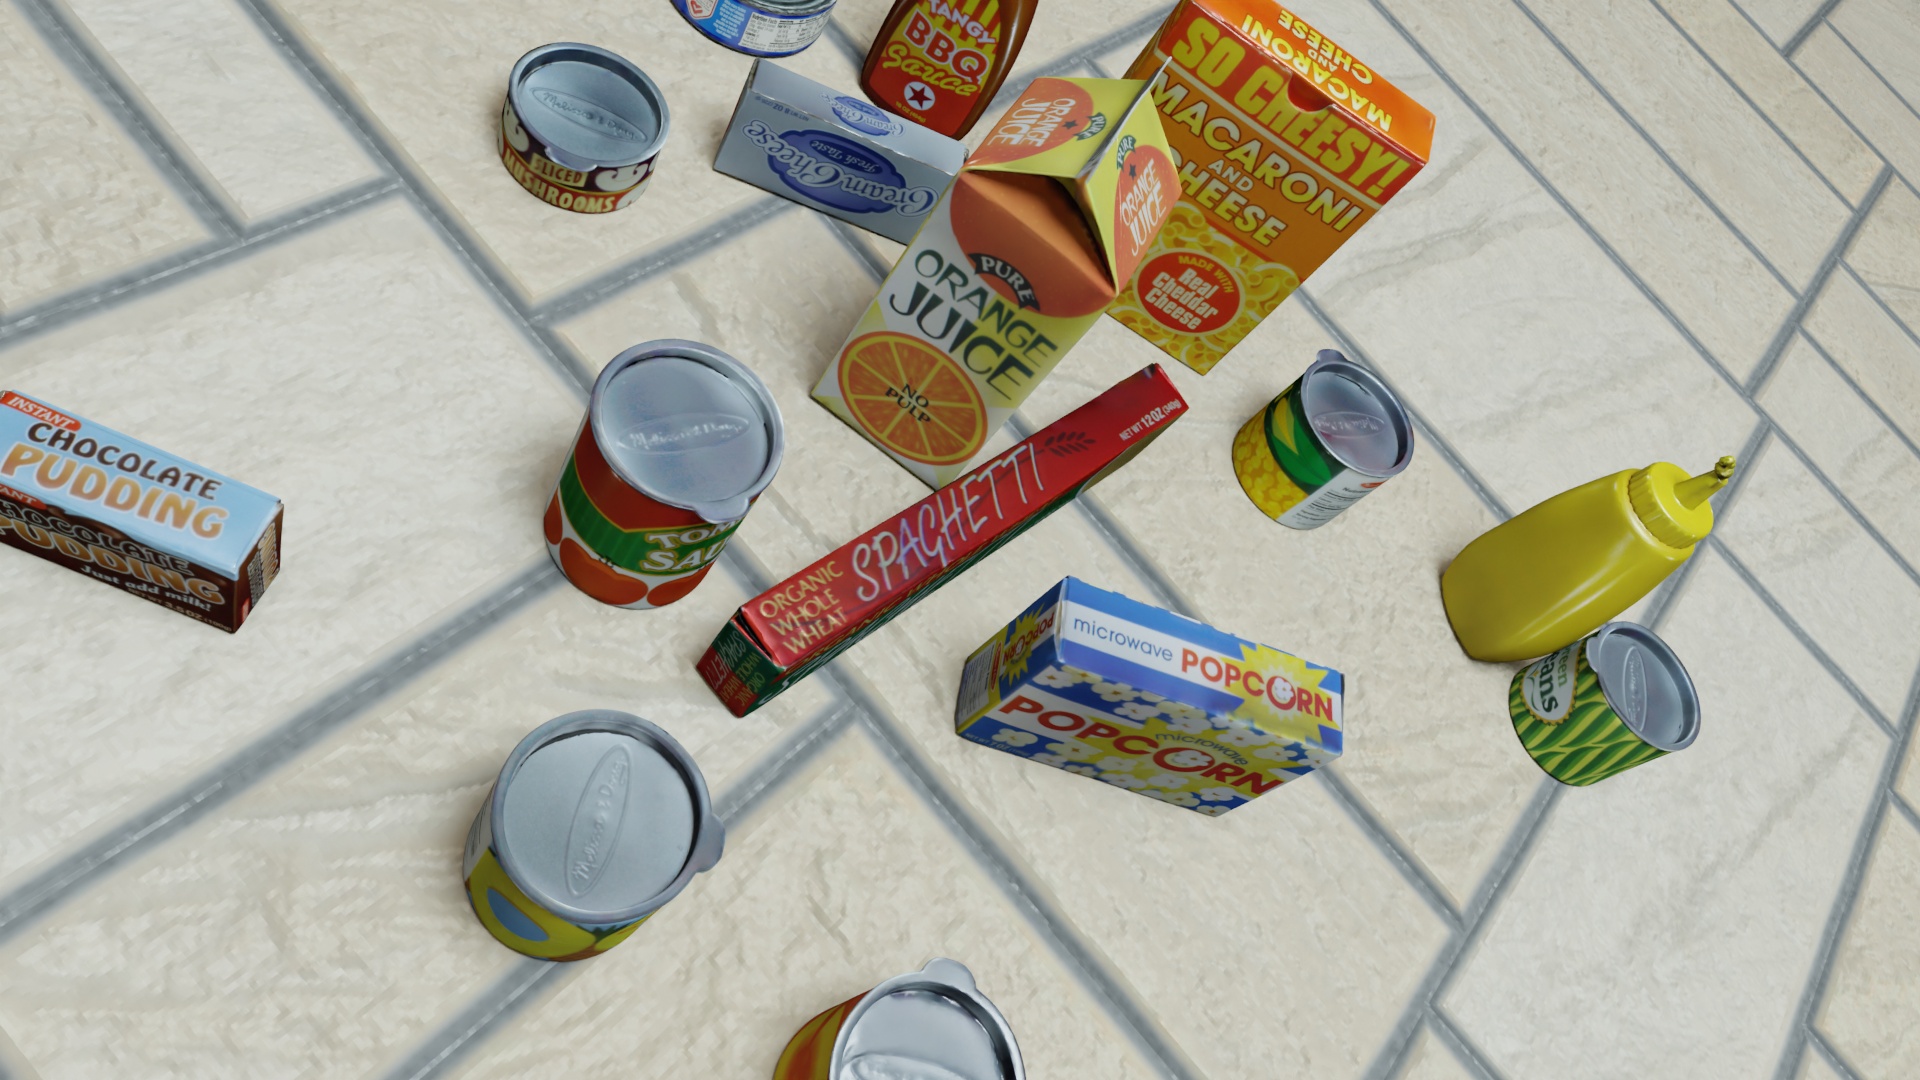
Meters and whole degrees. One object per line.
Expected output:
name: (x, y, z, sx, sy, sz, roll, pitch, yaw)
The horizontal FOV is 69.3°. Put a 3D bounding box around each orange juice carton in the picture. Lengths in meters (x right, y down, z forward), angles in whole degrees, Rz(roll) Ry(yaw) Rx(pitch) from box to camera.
orange juice carton: (0.019, -0.105, 0.542, 0.073, 0.191, 0.072, 37, 52, -5)

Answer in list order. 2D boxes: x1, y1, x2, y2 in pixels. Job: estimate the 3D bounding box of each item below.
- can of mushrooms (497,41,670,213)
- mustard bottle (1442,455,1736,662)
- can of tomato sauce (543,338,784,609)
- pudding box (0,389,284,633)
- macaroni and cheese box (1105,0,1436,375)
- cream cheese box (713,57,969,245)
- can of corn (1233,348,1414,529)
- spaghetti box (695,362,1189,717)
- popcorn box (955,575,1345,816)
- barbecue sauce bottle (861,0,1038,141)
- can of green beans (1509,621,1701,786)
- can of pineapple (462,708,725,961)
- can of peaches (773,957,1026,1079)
can of mushrooms: (-0.159, -0.171, 0.583, 0.071, 0.033, 0.071, 13, 58, -22)
mustard bottle: (0.299, 0.004, 0.653, 0.049, 0.159, 0.065, 3, 62, -28)
can of tomato sauce: (-0.106, -0.020, 0.494, 0.071, 0.082, 0.071, 13, 58, -22)
pudding box: (-0.256, -0.008, 0.426, 0.084, 0.049, 0.030, 25, 54, -14)
macaroni and cheese box: (0.115, -0.163, 0.644, 0.124, 0.165, 0.040, 31, 53, -10)
cream cheese box: (-0.054, -0.174, 0.629, 0.104, 0.053, 0.024, 18, 56, -19)
can of corn: (0.175, -0.049, 0.680, 0.071, 0.058, 0.071, 13, 58, -22)
spaghetti box: (0.002, -0.007, 0.567, 0.251, 0.050, 0.029, -33, 82, -38)
popcorn box: (0.073, 0.064, 0.542, 0.127, 0.085, 0.038, 20, 56, -18)
barbecue sauce bottle: (0.008, -0.256, 0.650, 0.065, 0.147, 0.044, 31, 53, -10)
can of green beans: (0.315, 0.081, 0.683, 0.071, 0.057, 0.071, 13, 58, -22)
can of pineapple: (-0.117, 0.095, 0.438, 0.071, 0.057, 0.071, 13, 58, -22)
can of peaches: (-0.020, 0.175, 0.445, 0.071, 0.057, 0.071, 13, 58, -22)
